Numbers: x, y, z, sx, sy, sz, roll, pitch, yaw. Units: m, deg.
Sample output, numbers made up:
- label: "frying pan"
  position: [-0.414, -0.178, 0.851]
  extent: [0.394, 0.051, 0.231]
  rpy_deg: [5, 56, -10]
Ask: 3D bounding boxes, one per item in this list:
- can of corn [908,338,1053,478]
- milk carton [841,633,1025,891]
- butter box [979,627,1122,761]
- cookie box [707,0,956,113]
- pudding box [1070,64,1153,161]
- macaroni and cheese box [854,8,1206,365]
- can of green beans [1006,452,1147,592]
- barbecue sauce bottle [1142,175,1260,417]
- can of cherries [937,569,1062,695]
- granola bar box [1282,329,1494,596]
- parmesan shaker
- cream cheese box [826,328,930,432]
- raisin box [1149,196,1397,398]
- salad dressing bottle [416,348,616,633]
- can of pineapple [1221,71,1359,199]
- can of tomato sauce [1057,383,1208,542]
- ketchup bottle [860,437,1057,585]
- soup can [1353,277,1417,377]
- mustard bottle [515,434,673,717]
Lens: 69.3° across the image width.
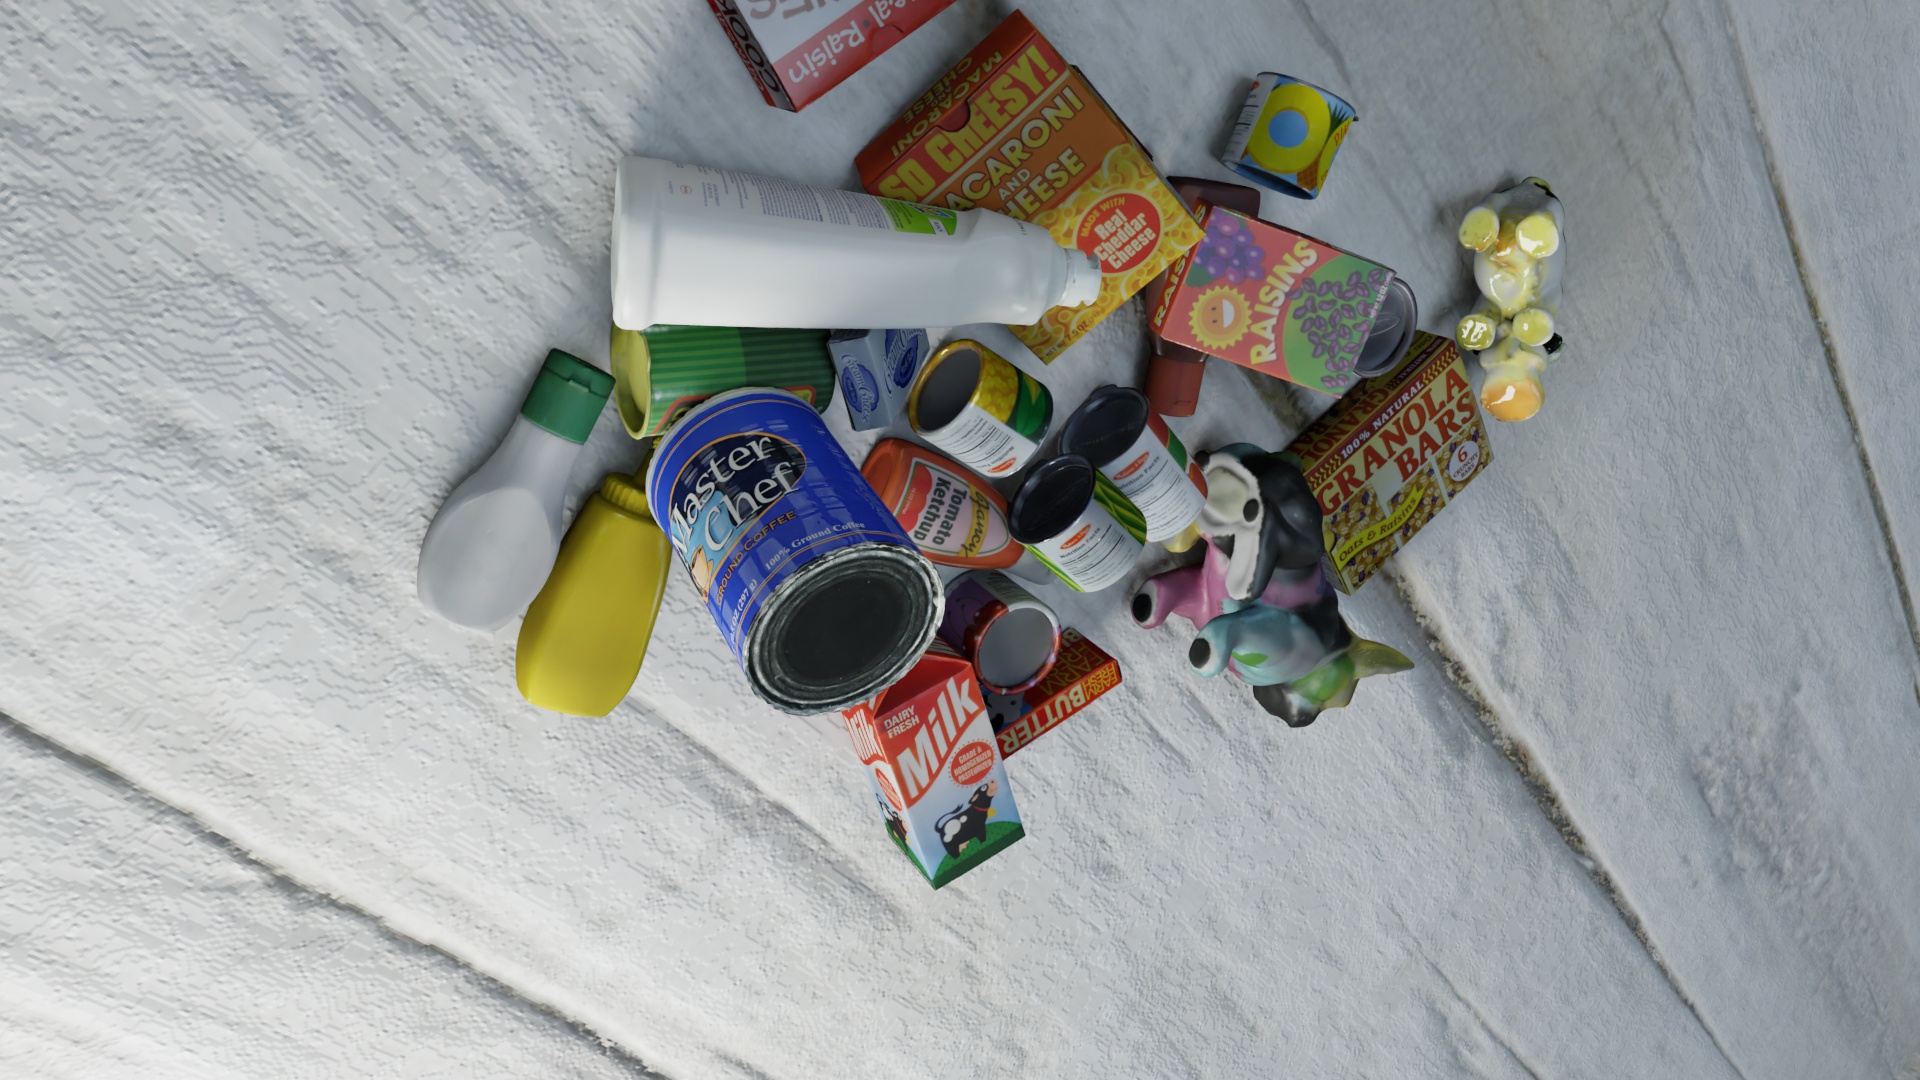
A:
- label: "can of corn"
  position: [0.011, -0.080, 0.825]
  extent: [0.058, 0.071, 0.071]
  rpy_deg: [29, 94, -36]
- label: "milk carton"
  position: [-0.026, 0.121, 0.881]
  extent: [0.074, 0.072, 0.189]
  rpy_deg: [-28, 122, -18]
- label: "butter box"
  position: [0.052, 0.102, 0.933]
  extent: [0.104, 0.053, 0.024]
  rpy_deg: [-31, 125, -17]
- label: "cookie box"
  position: [-0.081, -0.317, 0.683]
  extent: [0.123, 0.040, 0.166]
  rpy_deg: [-40, 125, -11]
- label: "pudding box"
  position: [0.069, -0.233, 0.816]
  extent: [0.083, 0.030, 0.049]
  rpy_deg: [38, 87, -37]
- label: "macaroni and cheese box"
  position: [0.042, -0.193, 0.784]
  extent: [0.123, 0.040, 0.166]
  rpy_deg: [-39, 128, 17]
- label: "can of green beans"
  position: [0.072, -0.010, 0.847]
  extent: [0.071, 0.071, 0.057]
  rpy_deg: [-51, 125, -3]
- label: "barbecue sauce bottle"
  position: [0.147, -0.154, 0.888]
  extent: [0.065, 0.044, 0.148]
  rpy_deg: [1, 110, -22]
- label: "can of cherries"
  position: [0.022, 0.061, 0.894]
  extent: [0.072, 0.058, 0.071]
  rpy_deg: [-12, 115, -27]
- label: "granola bar box"
  position: [0.316, -0.057, 1.035]
  extent: [0.166, 0.039, 0.123]
  rpy_deg: [-42, 125, -10]
- label: "parmesan shaker"
  position: [-0.124, -0.092, 0.732]
  extent: [0.103, 0.071, 0.071]
  rpy_deg: [-9, 115, -28]
- label: "cream cheese box"
  position: [-0.043, -0.107, 0.764]
  extent: [0.024, 0.104, 0.053]
  rpy_deg: [-7, 119, 16]
- label: "raisin box"
  position: [0.189, -0.148, 0.847]
  extent: [0.123, 0.040, 0.085]
  rpy_deg: [17, 108, -11]
- label: "salad dressing bottle"
  position: [-0.226, -0.026, 0.716]
  extent: [0.064, 0.044, 0.147]
  rpy_deg: [27, 94, -23]
- label: "can of pineapple"
  position: [0.206, -0.251, 0.868]
  extent: [0.071, 0.071, 0.057]
  rpy_deg: [16, 102, -35]
- label: "can of tomato sauce"
  position: [0.113, -0.049, 0.900]
  extent: [0.071, 0.071, 0.083]
  rpy_deg: [-49, 127, -4]
- label: "ketchup bottle"
  position: [0.003, -0.011, 0.862]
  extent: [0.149, 0.043, 0.064]
  rpy_deg: [23, 91, -37]
- label: "soup can"
  position: [0.251, -0.153, 0.927]
  extent: [0.071, 0.084, 0.071]
  rpy_deg: [-12, 116, -27]
- label: "mustard bottle"
  position: [-0.189, 0.015, 0.752]
  extent: [0.065, 0.049, 0.160]
  rpy_deg: [19, 99, -34]
